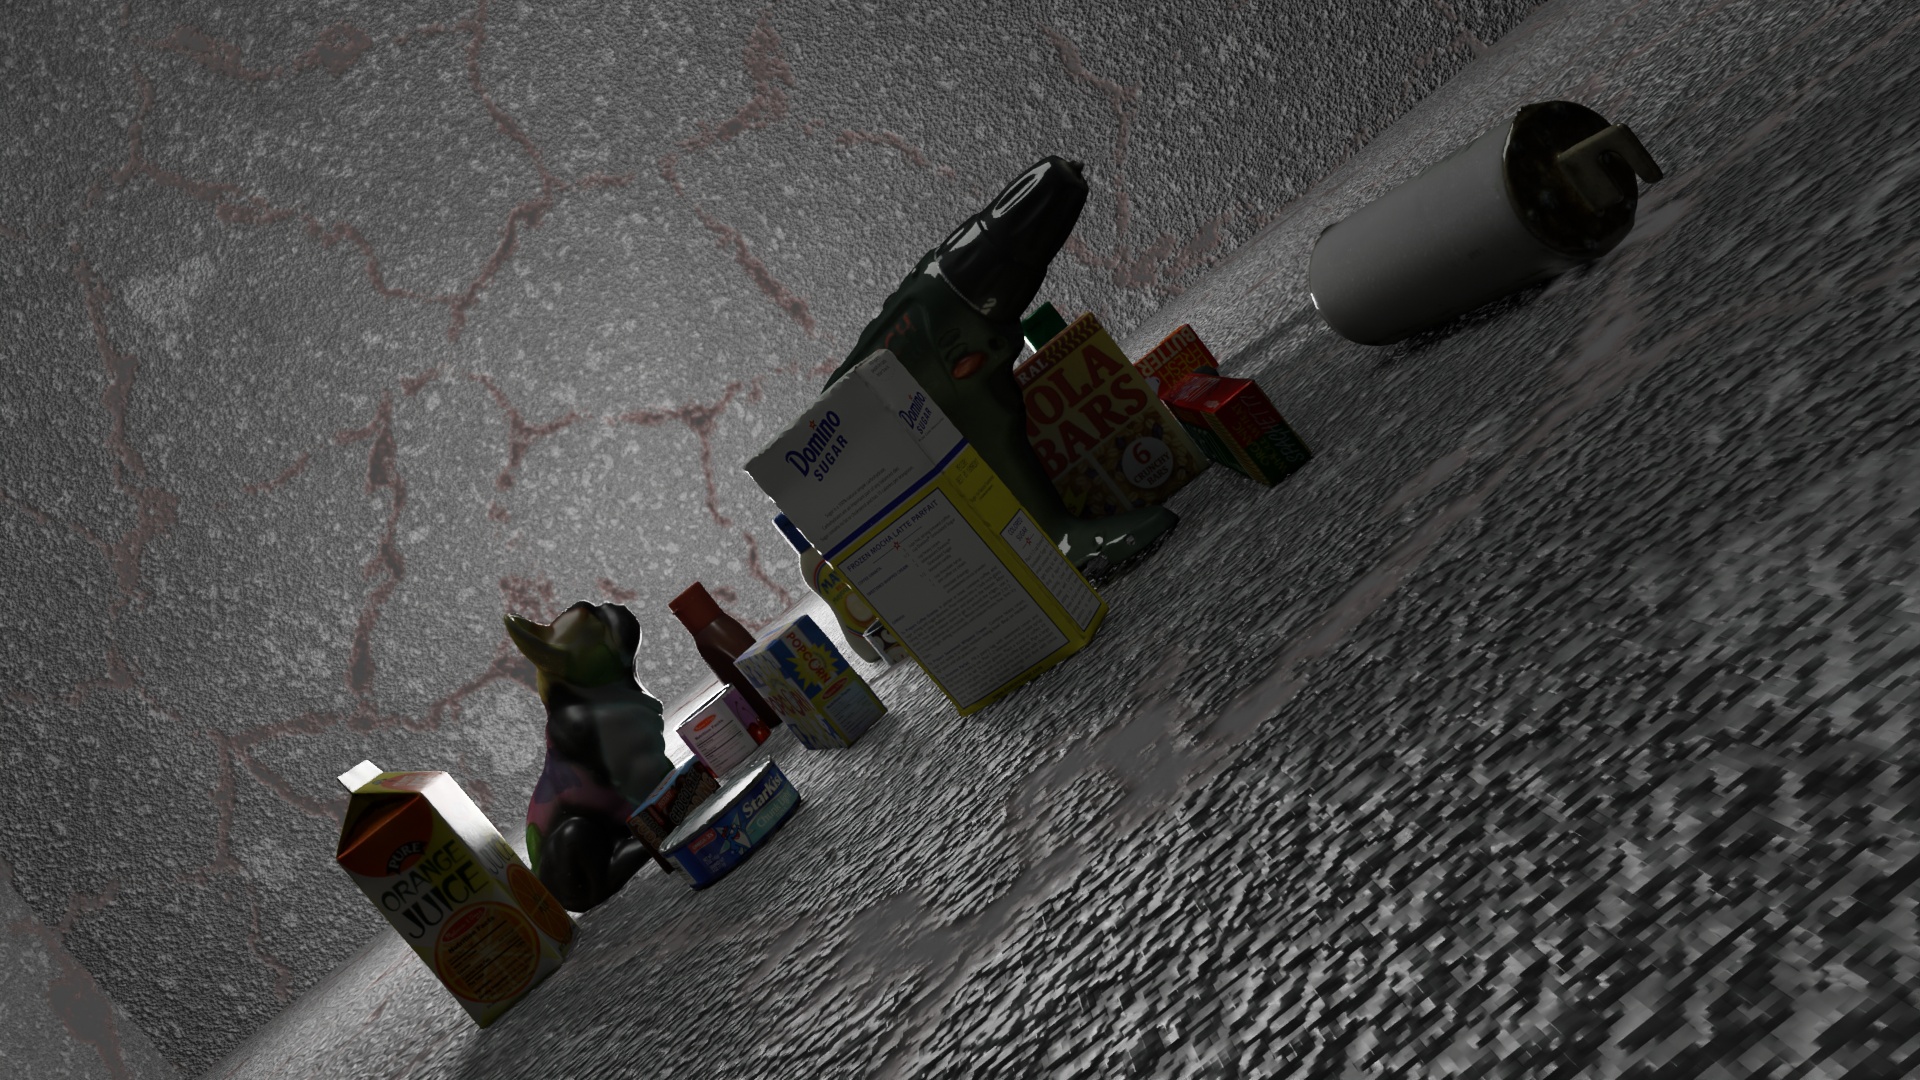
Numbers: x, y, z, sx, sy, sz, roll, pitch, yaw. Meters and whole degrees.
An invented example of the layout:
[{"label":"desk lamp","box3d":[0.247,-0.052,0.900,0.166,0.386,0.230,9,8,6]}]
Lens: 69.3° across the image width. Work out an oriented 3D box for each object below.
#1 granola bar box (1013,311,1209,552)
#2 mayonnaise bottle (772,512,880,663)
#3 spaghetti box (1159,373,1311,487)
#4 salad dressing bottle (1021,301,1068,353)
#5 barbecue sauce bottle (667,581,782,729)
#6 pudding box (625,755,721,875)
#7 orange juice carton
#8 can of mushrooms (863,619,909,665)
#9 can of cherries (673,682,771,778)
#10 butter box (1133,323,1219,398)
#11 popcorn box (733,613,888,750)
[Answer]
[{"label":"granola bar box","box3d":[0.054,-0.046,0.885,0.165,0.124,0.039,-38,5,3]},{"label":"mayonnaise bottle","box3d":[-0.100,0.030,1.178,0.064,0.148,0.041,-38,5,12]},{"label":"spaghetti box","box3d":[0.153,-0.069,0.809,0.028,0.050,0.250,-38,5,6]},{"label":"salad dressing bottle","box3d":[0.105,-0.132,1.167,0.064,0.147,0.044,-37,5,22]},{"label":"barbecue sauce bottle","box3d":[-0.208,0.105,1.276,0.044,0.148,0.064,-42,6,-39]},{"label":"pudding box","box3d":[-0.198,0.192,0.982,0.030,0.049,0.084,-37,5,17]},{"label":"orange juice carton","box3d":[-0.354,0.229,0.953,0.073,0.192,0.072,-39,5,-4]},{"label":"can of mushrooms","box3d":[-0.039,0.064,1.089,0.071,0.033,0.071,-38,5,4]},{"label":"can of cherries","box3d":[-0.212,0.169,1.243,0.071,0.058,0.071,-38,5,4]},{"label":"butter box","box3d":[0.187,-0.152,1.301,0.104,0.053,0.024,-39,5,-10]},{"label":"popcorn box","box3d":[-0.105,0.099,0.950,0.038,0.085,0.126,-40,5,-21]}]
